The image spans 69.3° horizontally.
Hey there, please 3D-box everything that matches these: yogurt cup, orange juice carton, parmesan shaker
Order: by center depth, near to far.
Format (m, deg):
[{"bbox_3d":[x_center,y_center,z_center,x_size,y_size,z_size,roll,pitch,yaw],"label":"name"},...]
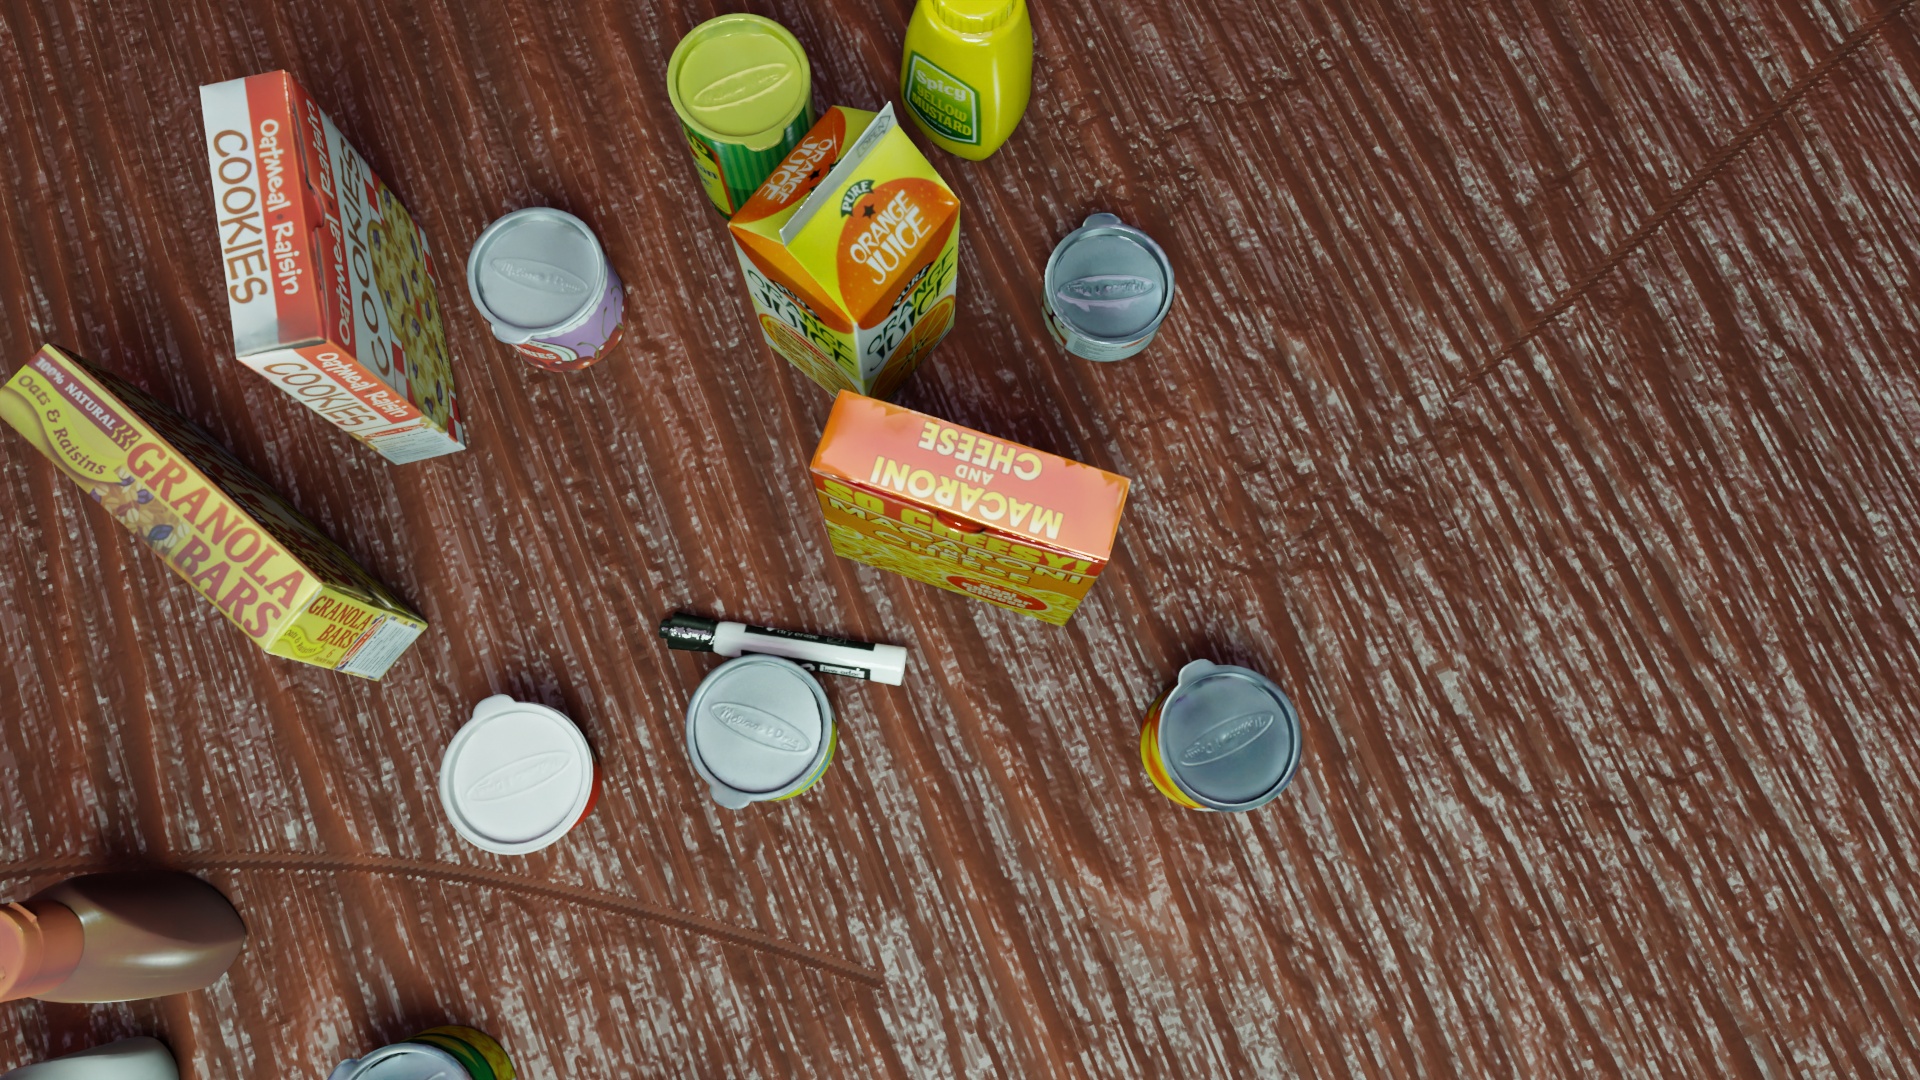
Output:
[{"bbox_3d":[-0.050,-0.126,0.631,0.073,0.192,0.072,38,80,6],"label":"orange juice carton"},{"bbox_3d":[-0.200,0.111,0.646,0.072,0.054,0.072,0,78,-1],"label":"yogurt cup"},{"bbox_3d":[-0.103,-0.202,0.692,0.071,0.103,0.071,0,78,-1],"label":"parmesan shaker"}]

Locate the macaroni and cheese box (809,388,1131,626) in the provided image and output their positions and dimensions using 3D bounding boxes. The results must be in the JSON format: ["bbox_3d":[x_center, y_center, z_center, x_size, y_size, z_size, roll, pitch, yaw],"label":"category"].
[{"bbox_3d":[0.002,-0.008,0.620,0.124,0.166,0.040,17,79,2],"label":"macaroni and cheese box"}]

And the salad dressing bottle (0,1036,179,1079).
[{"bbox_3d":[-0.379,0.236,0.566,0.064,0.147,0.044,-19,80,-5],"label":"salad dressing bottle"}]

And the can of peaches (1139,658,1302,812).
[{"bbox_3d":[0.120,0.093,0.657,0.071,0.058,0.071,0,78,-1],"label":"can of peaches"}]

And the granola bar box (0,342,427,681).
[{"bbox_3d":[-0.334,-0.008,0.632,0.165,0.124,0.039,39,80,6],"label":"granola bar box"}]

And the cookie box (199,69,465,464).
[{"bbox_3d":[-0.280,-0.116,0.635,0.040,0.167,0.123,-13,79,-4],"label":"cookie box"}]

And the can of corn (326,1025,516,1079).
[{"bbox_3d":[-0.238,0.250,0.613,0.071,0.058,0.071,0,78,-1],"label":"can of corn"}]

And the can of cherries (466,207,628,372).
[{"bbox_3d":[-0.206,-0.122,0.694,0.071,0.058,0.071,0,78,-1],"label":"can of cherries"}]

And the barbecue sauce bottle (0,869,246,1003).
[{"bbox_3d":[-0.363,0.167,0.581,0.065,0.148,0.044,32,79,5],"label":"barbecue sauce bottle"}]

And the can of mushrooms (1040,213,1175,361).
[{"bbox_3d":[0.075,-0.130,0.716,0.071,0.033,0.071,0,78,-2],"label":"can of mushrooms"}]

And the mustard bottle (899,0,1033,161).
[{"bbox_3d":[0.003,-0.243,0.674,0.065,0.160,0.049,32,79,5],"label":"mustard bottle"}]

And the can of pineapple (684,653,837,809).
[{"bbox_3d":[-0.093,0.090,0.652,0.071,0.057,0.071,0,78,-1],"label":"can of pineapple"}]
